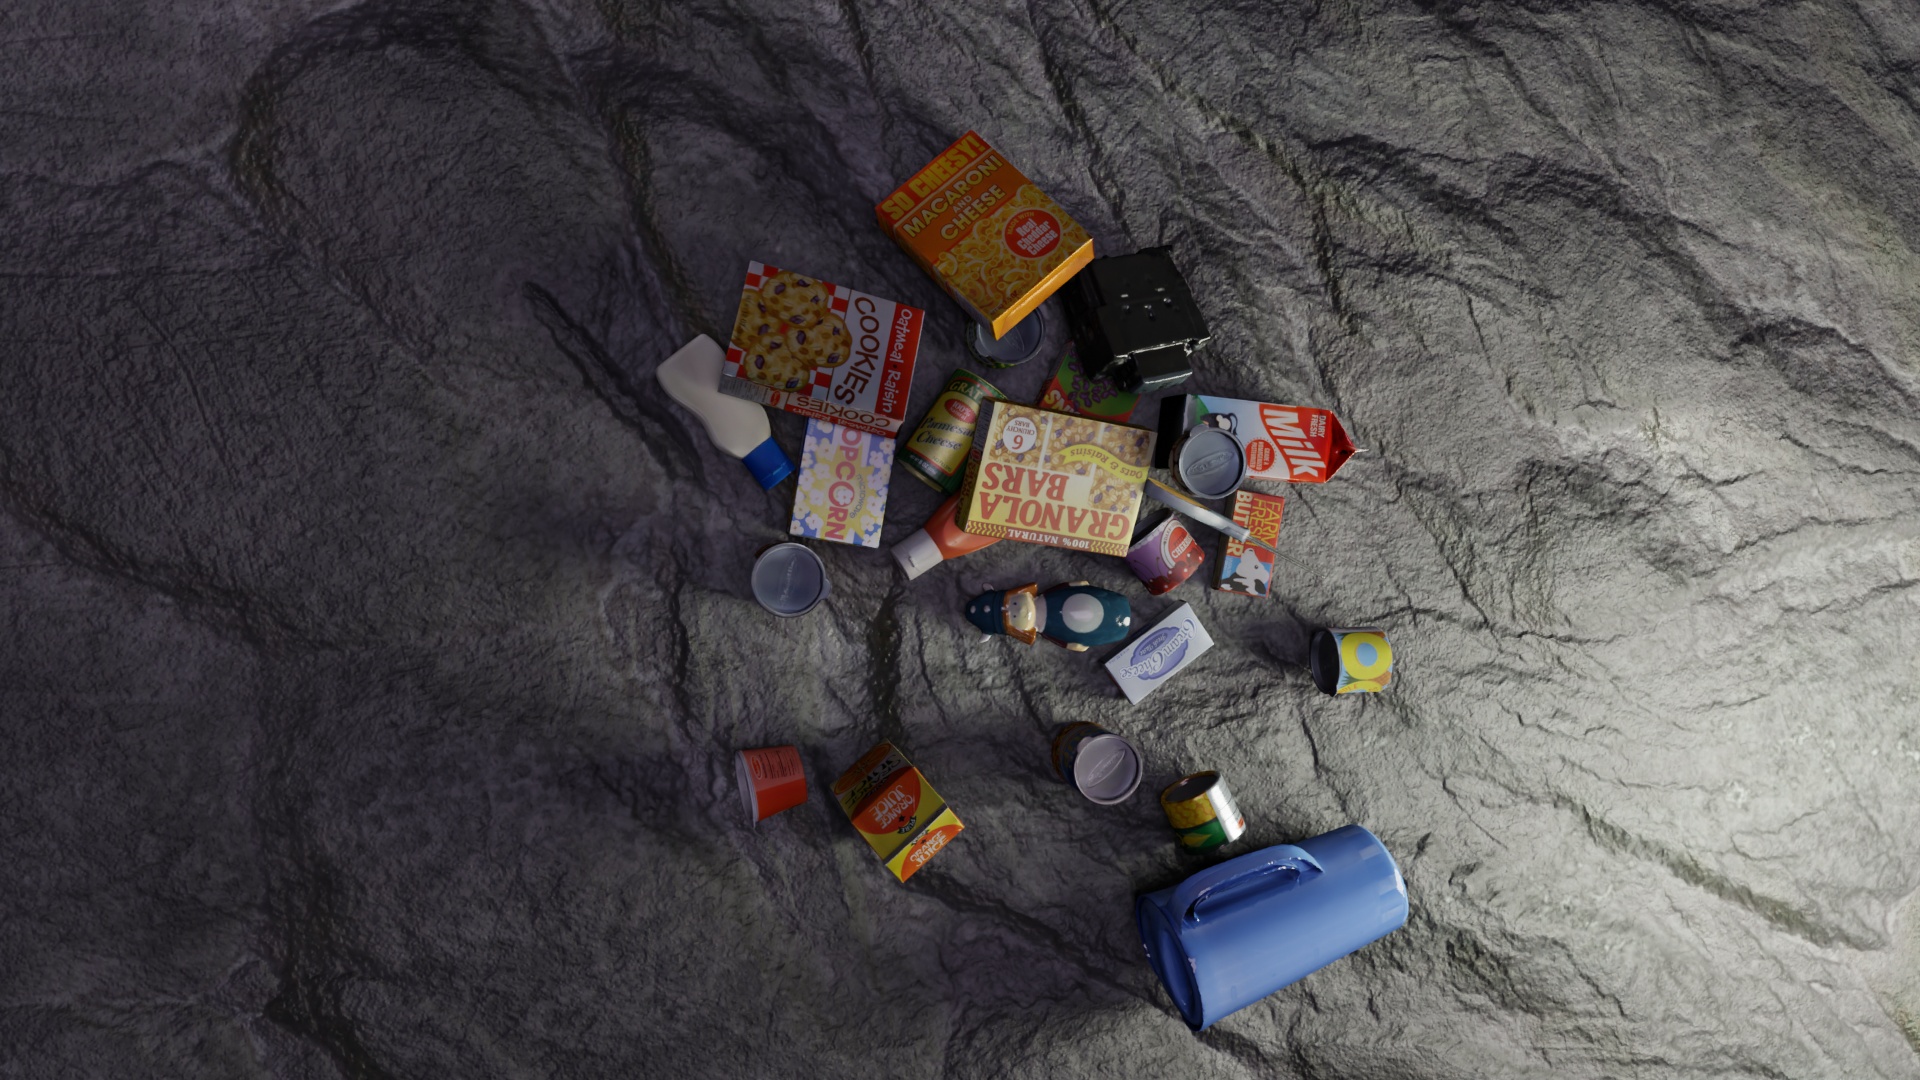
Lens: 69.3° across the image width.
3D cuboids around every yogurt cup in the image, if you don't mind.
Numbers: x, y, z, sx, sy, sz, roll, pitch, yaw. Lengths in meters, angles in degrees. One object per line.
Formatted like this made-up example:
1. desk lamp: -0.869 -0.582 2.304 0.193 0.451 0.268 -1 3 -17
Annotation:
1. yogurt cup: -0.173 0.219 1.270 0.054 0.072 0.072 -11 94 -19

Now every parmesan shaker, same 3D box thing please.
1. parmesan shaker: -0.003 -0.099 1.294 0.071 0.071 0.103 35 85 -10

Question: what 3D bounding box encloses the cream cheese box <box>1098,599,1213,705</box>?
1. cream cheese box: 0.192 0.109 1.361 0.104 0.024 0.053 -36 99 -8

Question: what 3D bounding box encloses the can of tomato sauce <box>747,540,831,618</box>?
1. can of tomato sauce: -0.156 0.034 1.259 0.071 0.083 0.071 0 92 -11

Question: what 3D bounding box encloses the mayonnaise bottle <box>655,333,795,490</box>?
1. mayonnaise bottle: -0.210 -0.113 1.267 0.065 0.041 0.148 -40 99 -11

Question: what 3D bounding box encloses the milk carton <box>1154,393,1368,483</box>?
1. milk carton: 0.294 -0.096 1.352 0.191 0.072 0.073 5 91 -12

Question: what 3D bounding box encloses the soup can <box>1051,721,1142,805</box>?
1. soup can: 0.126 0.208 1.319 0.071 0.084 0.071 0 91 -12

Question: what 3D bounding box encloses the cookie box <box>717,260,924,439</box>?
1. cookie box: -0.124 -0.172 1.262 0.167 0.040 0.123 14 64 -11

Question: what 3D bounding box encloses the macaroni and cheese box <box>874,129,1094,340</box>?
1. macaroni and cheese box: 0.021 -0.281 1.275 0.124 0.040 0.167 -41 71 -9

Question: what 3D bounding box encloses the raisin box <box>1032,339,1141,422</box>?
1. raisin box: 0.112 -0.117 1.332 0.086 0.040 0.123 28 86 -12

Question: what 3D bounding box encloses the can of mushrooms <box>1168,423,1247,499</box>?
1. can of mushrooms: 0.228 -0.074 1.286 0.071 0.033 0.071 -1 93 -10

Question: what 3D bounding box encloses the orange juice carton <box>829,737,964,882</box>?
1. orange juice carton: -0.056 0.239 1.227 0.072 0.192 0.073 -40 99 -8

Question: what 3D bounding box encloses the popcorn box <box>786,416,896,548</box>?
1. popcorn box: -0.109 -0.061 1.289 0.085 0.038 0.126 10 89 -13

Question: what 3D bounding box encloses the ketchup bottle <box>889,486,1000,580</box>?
1. ketchup bottle: 0.005 -0.016 1.310 0.149 0.043 0.064 -32 104 -9

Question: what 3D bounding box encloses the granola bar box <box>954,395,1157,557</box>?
1. granola bar box: 0.087 -0.058 1.281 0.166 0.039 0.124 9 101 -21

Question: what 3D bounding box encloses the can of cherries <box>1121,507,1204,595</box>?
1. can of cherries: 0.194 0.010 1.335 0.071 0.071 0.058 -40 99 -8

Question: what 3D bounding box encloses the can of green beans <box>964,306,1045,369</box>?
1. can of green beans: 0.041 -0.196 1.306 0.071 0.058 0.071 0 91 -11

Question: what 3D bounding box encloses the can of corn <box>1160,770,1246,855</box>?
1. can of corn: 0.233 0.265 1.353 0.071 0.071 0.058 -27 96 -9

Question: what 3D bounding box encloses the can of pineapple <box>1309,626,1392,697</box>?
1. can of pineapple: 0.387 0.120 1.379 0.058 0.071 0.071 -1 92 -11

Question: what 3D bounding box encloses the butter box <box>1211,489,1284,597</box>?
1. butter box: 0.285 0.002 1.377 0.053 0.024 0.103 11 89 -11
